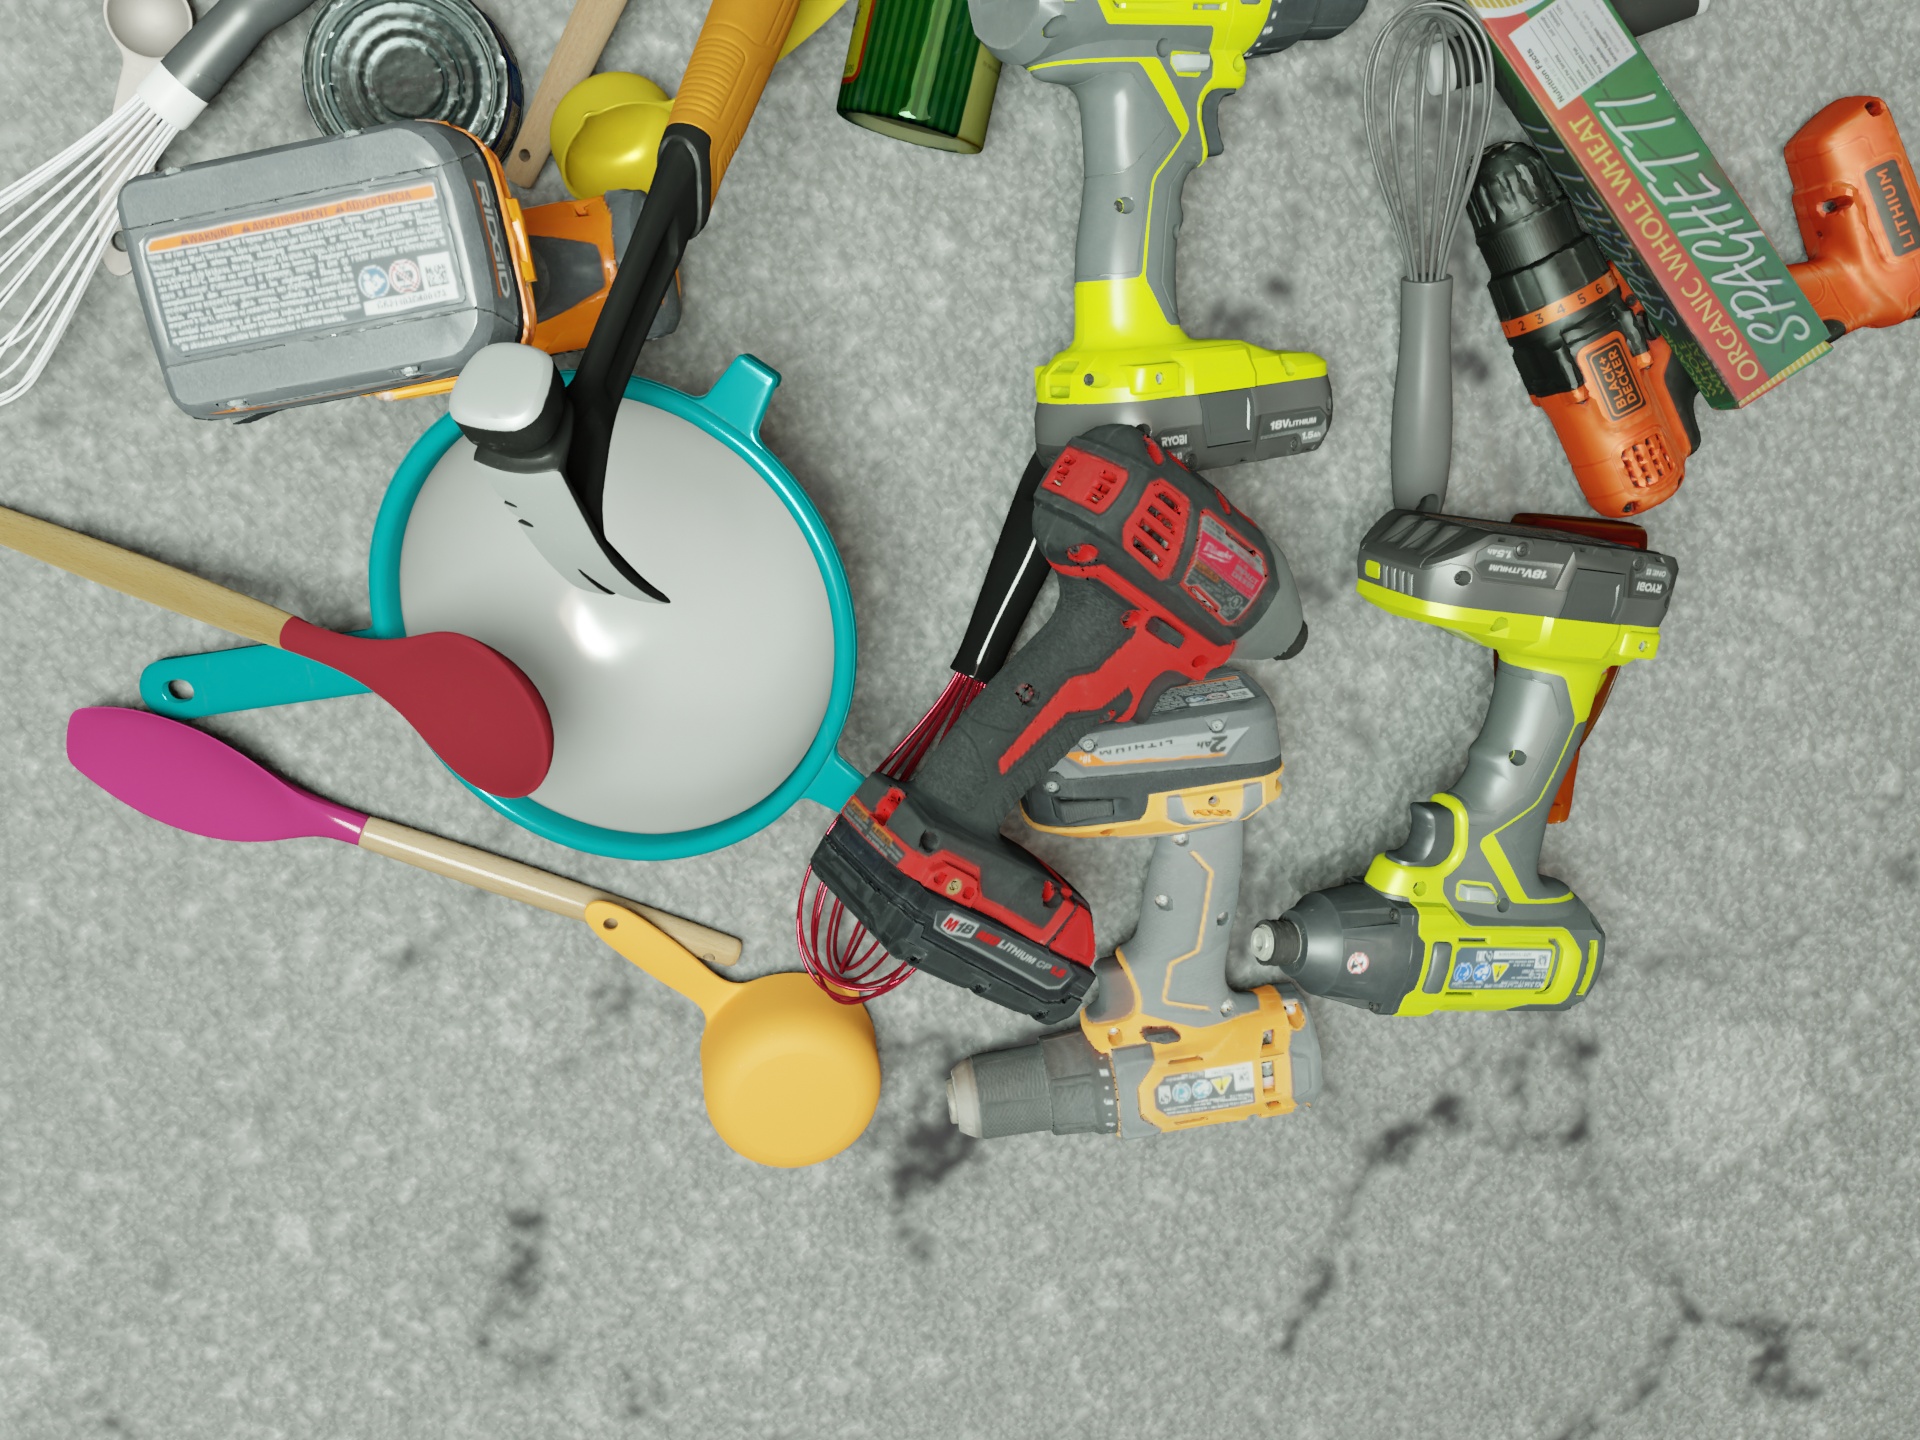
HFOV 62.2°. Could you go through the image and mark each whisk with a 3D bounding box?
[{"bbox_3d":[0.208,-0.197,0.717,0.055,0.055,0.238,-9,117,-5],"label":"whisk"},{"bbox_3d":[-0.001,-0.002,0.746,0.073,0.073,0.296,22,94,-11],"label":"whisk"},{"bbox_3d":[-0.340,-0.229,0.645,0.284,0.070,0.070,-45,104,5],"label":"whisk"}]

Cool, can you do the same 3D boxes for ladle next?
[{"bbox_3d":[-0.304,-0.043,0.667,0.315,0.031,0.069,20,122,10],"label":"ladle"}]

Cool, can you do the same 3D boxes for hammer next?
[{"bbox_3d":[-0.091,-0.209,0.580,0.034,0.127,0.337,10,67,12],"label":"hammer"}]

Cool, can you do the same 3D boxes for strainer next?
[{"bbox_3d":[-0.198,-0.045,0.706,0.340,0.095,0.211,-7,110,16],"label":"strainer"}]

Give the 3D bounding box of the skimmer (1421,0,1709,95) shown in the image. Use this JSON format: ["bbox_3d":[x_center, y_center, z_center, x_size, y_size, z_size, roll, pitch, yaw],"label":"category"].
[{"bbox_3d":[0.387,-0.349,0.726,0.363,0.090,0.127,-16,104,8],"label":"skimmer"}]

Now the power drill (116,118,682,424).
[{"bbox_3d":[-0.209,-0.161,0.596,0.164,0.226,0.084,-9,103,7],"label":"power drill"}]

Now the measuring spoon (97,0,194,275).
[{"bbox_3d":[-0.347,-0.250,0.672,0.034,0.018,0.124,13,108,-13],"label":"measuring spoon"}]

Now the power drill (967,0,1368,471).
[{"bbox_3d":[0.101,-0.228,0.679,0.190,0.080,0.228,-14,108,-31],"label":"power drill"}]

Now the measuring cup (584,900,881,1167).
[{"bbox_3d":[-0.111,0.147,0.756,0.095,0.052,0.173,-45,114,8],"label":"measuring cup"}]

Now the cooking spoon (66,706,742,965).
[{"bbox_3d":[-0.255,0.060,0.747,0.318,0.017,0.068,21,128,-12],"label":"cooking spoon"}]

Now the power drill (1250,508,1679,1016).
[{"bbox_3d":[0.225,0.024,0.715,0.171,0.080,0.223,4,104,-20],"label":"power drill"}]

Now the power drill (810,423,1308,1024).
[{"bbox_3d":[0.051,0.004,0.647,0.143,0.079,0.219,30,94,-37],"label":"power drill"}]

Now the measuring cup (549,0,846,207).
[{"bbox_3d":[-0.106,-0.275,0.664,0.156,0.062,0.029,-35,66,10],"label":"measuring cup"}]

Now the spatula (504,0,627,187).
[{"bbox_3d":[-0.107,-0.348,0.624,0.059,0.018,0.315,32,116,-10],"label":"spatula"}]

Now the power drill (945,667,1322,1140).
[{"bbox_3d":[0.075,0.101,0.769,0.185,0.084,0.226,-9,108,-3],"label":"power drill"}]
